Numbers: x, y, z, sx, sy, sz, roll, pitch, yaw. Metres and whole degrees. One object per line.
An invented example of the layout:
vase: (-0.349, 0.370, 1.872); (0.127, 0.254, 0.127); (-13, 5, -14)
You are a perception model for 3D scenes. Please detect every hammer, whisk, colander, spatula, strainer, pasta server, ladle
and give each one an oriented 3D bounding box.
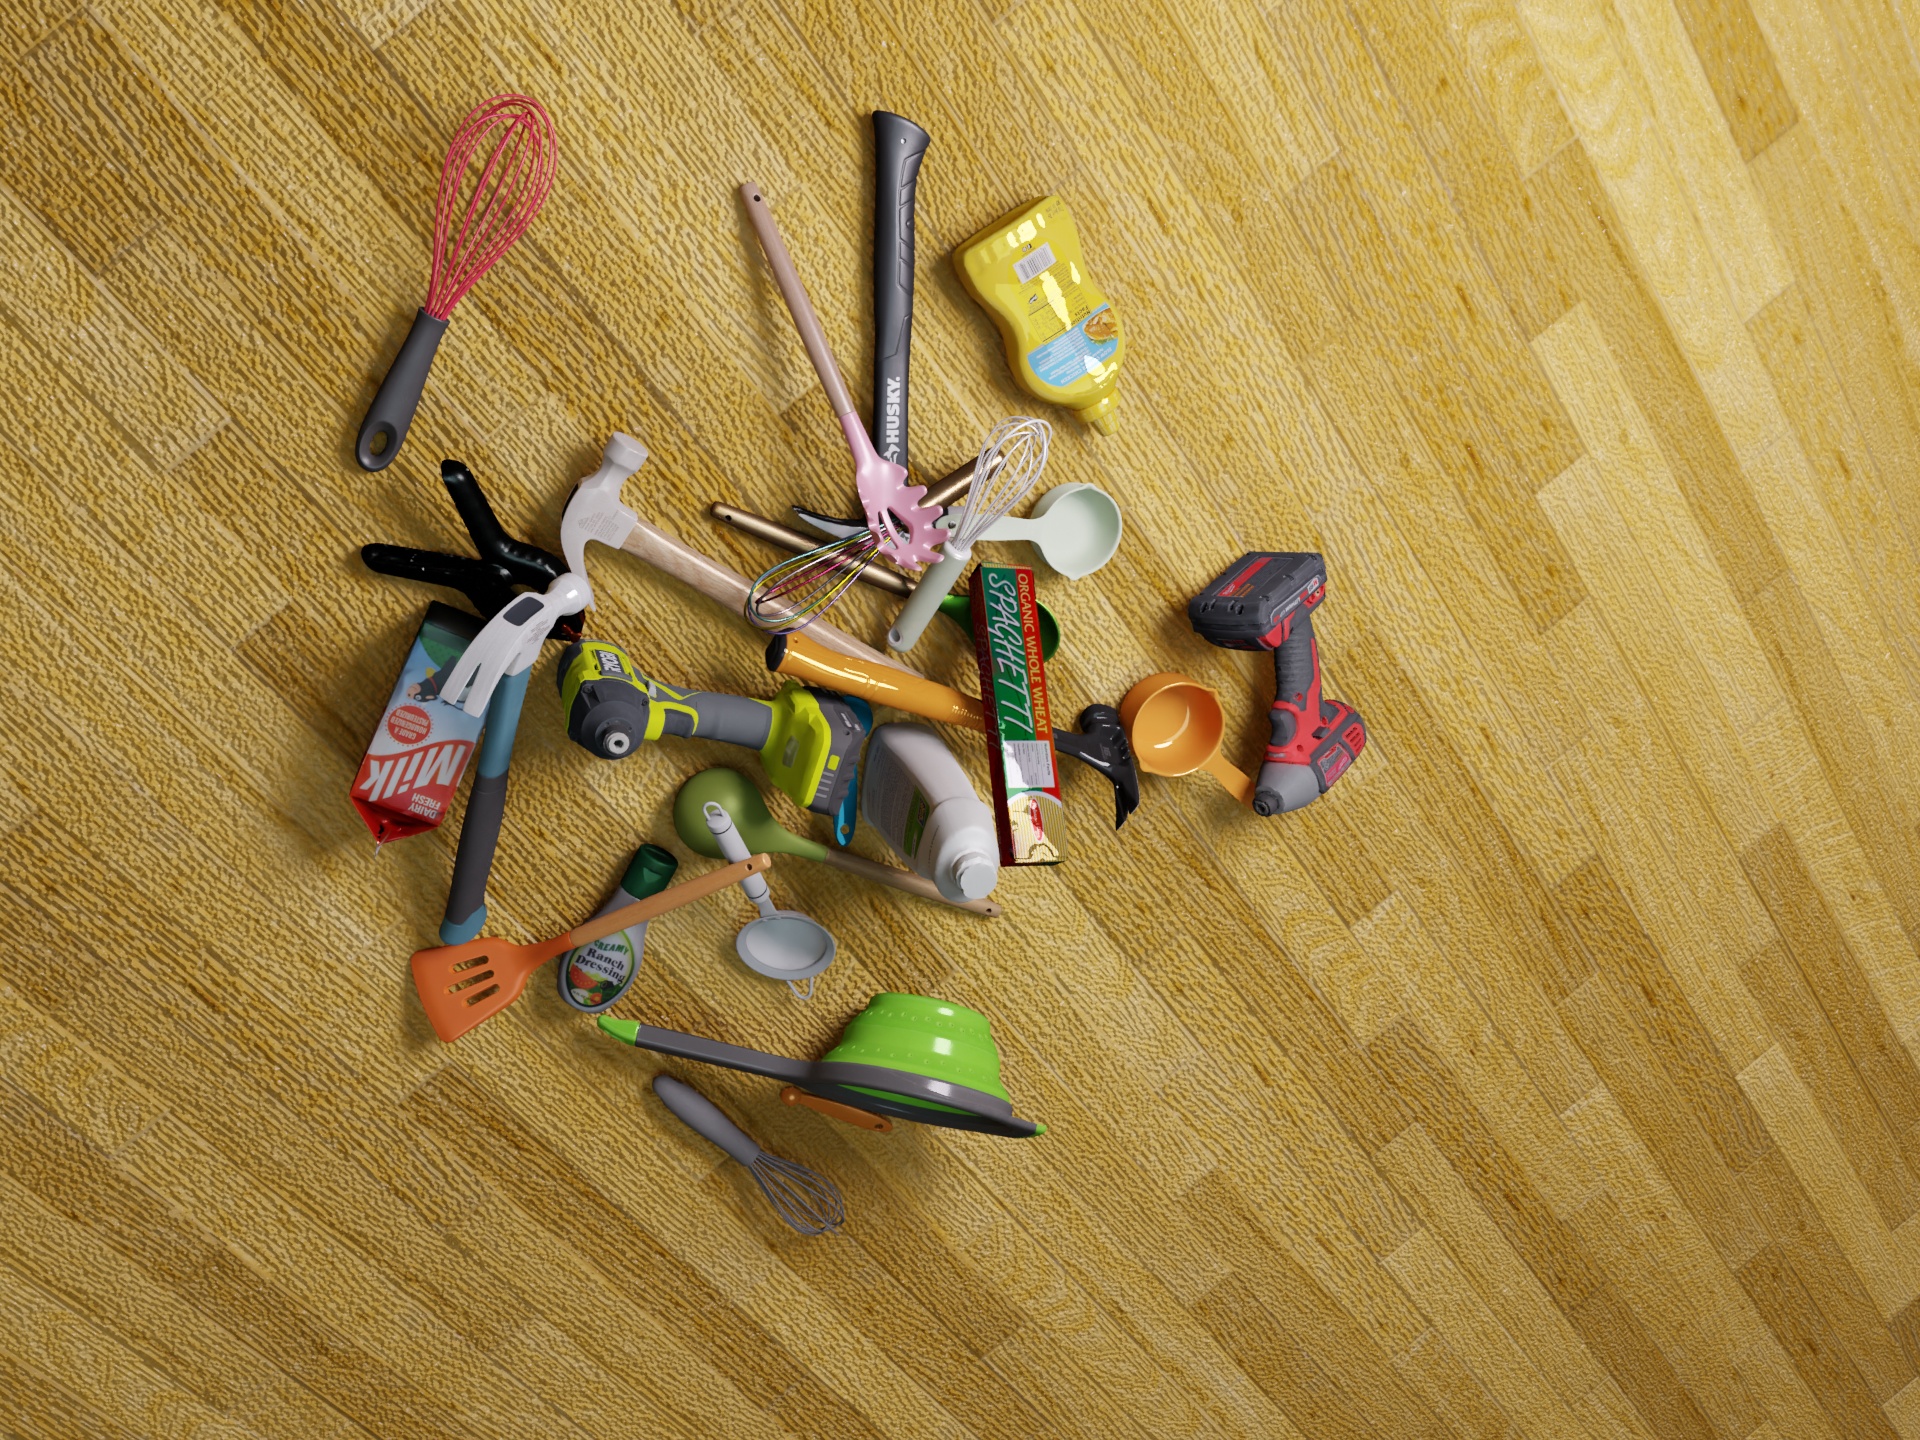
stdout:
hammer: (-0.170, -0.094, 1.282); (0.331, 0.031, 0.130); (30, 107, -26)
whisk: (-0.068, -0.147, 1.255); (0.245, 0.047, 0.051); (-35, 117, -10)
hammer: (-0.002, -0.004, 1.306); (0.336, 0.127, 0.034); (18, 128, -24)
colander: (-0.114, 0.277, 1.395); (0.397, 0.204, 0.094); (15, 70, -8)
spatula: (-0.298, 0.172, 1.295); (0.322, 0.041, 0.081); (-23, 86, 15)
hammer: (-0.059, -0.299, 1.247); (0.146, 0.035, 0.334); (-4, 109, -16)
strainer: (-0.166, 0.146, 1.332); (0.087, 0.050, 0.258); (-9, 138, 9)
whisk: (-0.370, -0.309, 1.144); (0.073, 0.073, 0.295); (24, 107, -22)
hammer: (-0.359, 0.046, 1.220); (0.033, 0.128, 0.330); (28, 124, 9)
pasta server: (-0.094, -0.259, 1.205); (0.060, 0.040, 0.316); (-27, 97, -28)
whisk: (-0.191, 0.397, 1.446); (0.055, 0.055, 0.238); (-44, 111, 2)
ladle: (-0.100, 0.118, 1.384); (0.320, 0.062, 0.078); (22, 102, -29)
whisk: (0.002, -0.142, 1.255); (0.059, 0.058, 0.246); (-11, 146, -44)

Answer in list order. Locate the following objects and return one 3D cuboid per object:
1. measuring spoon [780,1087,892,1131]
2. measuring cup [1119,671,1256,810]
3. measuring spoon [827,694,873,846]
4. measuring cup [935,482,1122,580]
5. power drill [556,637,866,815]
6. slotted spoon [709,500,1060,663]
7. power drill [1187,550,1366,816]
measuring spoon: (-0.114, 0.364, 1.471); (0.116, 0.011, 0.021); (24, 120, -21)
measuring cup: (0.214, 0.025, 1.430); (0.173, 0.052, 0.095); (40, 94, -26)
measuring spoon: (-0.094, 0.043, 1.343); (0.042, 0.021, 0.128); (2, 90, -20)
measuring cup: (0.052, -0.162, 1.316); (0.167, 0.038, 0.083); (0, 110, -23)
power drill: (-0.197, 0.006, 1.242); (0.223, 0.171, 0.080); (13, 105, -23)
slotted spoon: (-0.059, -0.118, 1.314); (0.313, 0.031, 0.070); (21, 119, -19)
power drill: (0.281, -0.027, 1.394); (0.143, 0.079, 0.219); (-39, 120, -33)
